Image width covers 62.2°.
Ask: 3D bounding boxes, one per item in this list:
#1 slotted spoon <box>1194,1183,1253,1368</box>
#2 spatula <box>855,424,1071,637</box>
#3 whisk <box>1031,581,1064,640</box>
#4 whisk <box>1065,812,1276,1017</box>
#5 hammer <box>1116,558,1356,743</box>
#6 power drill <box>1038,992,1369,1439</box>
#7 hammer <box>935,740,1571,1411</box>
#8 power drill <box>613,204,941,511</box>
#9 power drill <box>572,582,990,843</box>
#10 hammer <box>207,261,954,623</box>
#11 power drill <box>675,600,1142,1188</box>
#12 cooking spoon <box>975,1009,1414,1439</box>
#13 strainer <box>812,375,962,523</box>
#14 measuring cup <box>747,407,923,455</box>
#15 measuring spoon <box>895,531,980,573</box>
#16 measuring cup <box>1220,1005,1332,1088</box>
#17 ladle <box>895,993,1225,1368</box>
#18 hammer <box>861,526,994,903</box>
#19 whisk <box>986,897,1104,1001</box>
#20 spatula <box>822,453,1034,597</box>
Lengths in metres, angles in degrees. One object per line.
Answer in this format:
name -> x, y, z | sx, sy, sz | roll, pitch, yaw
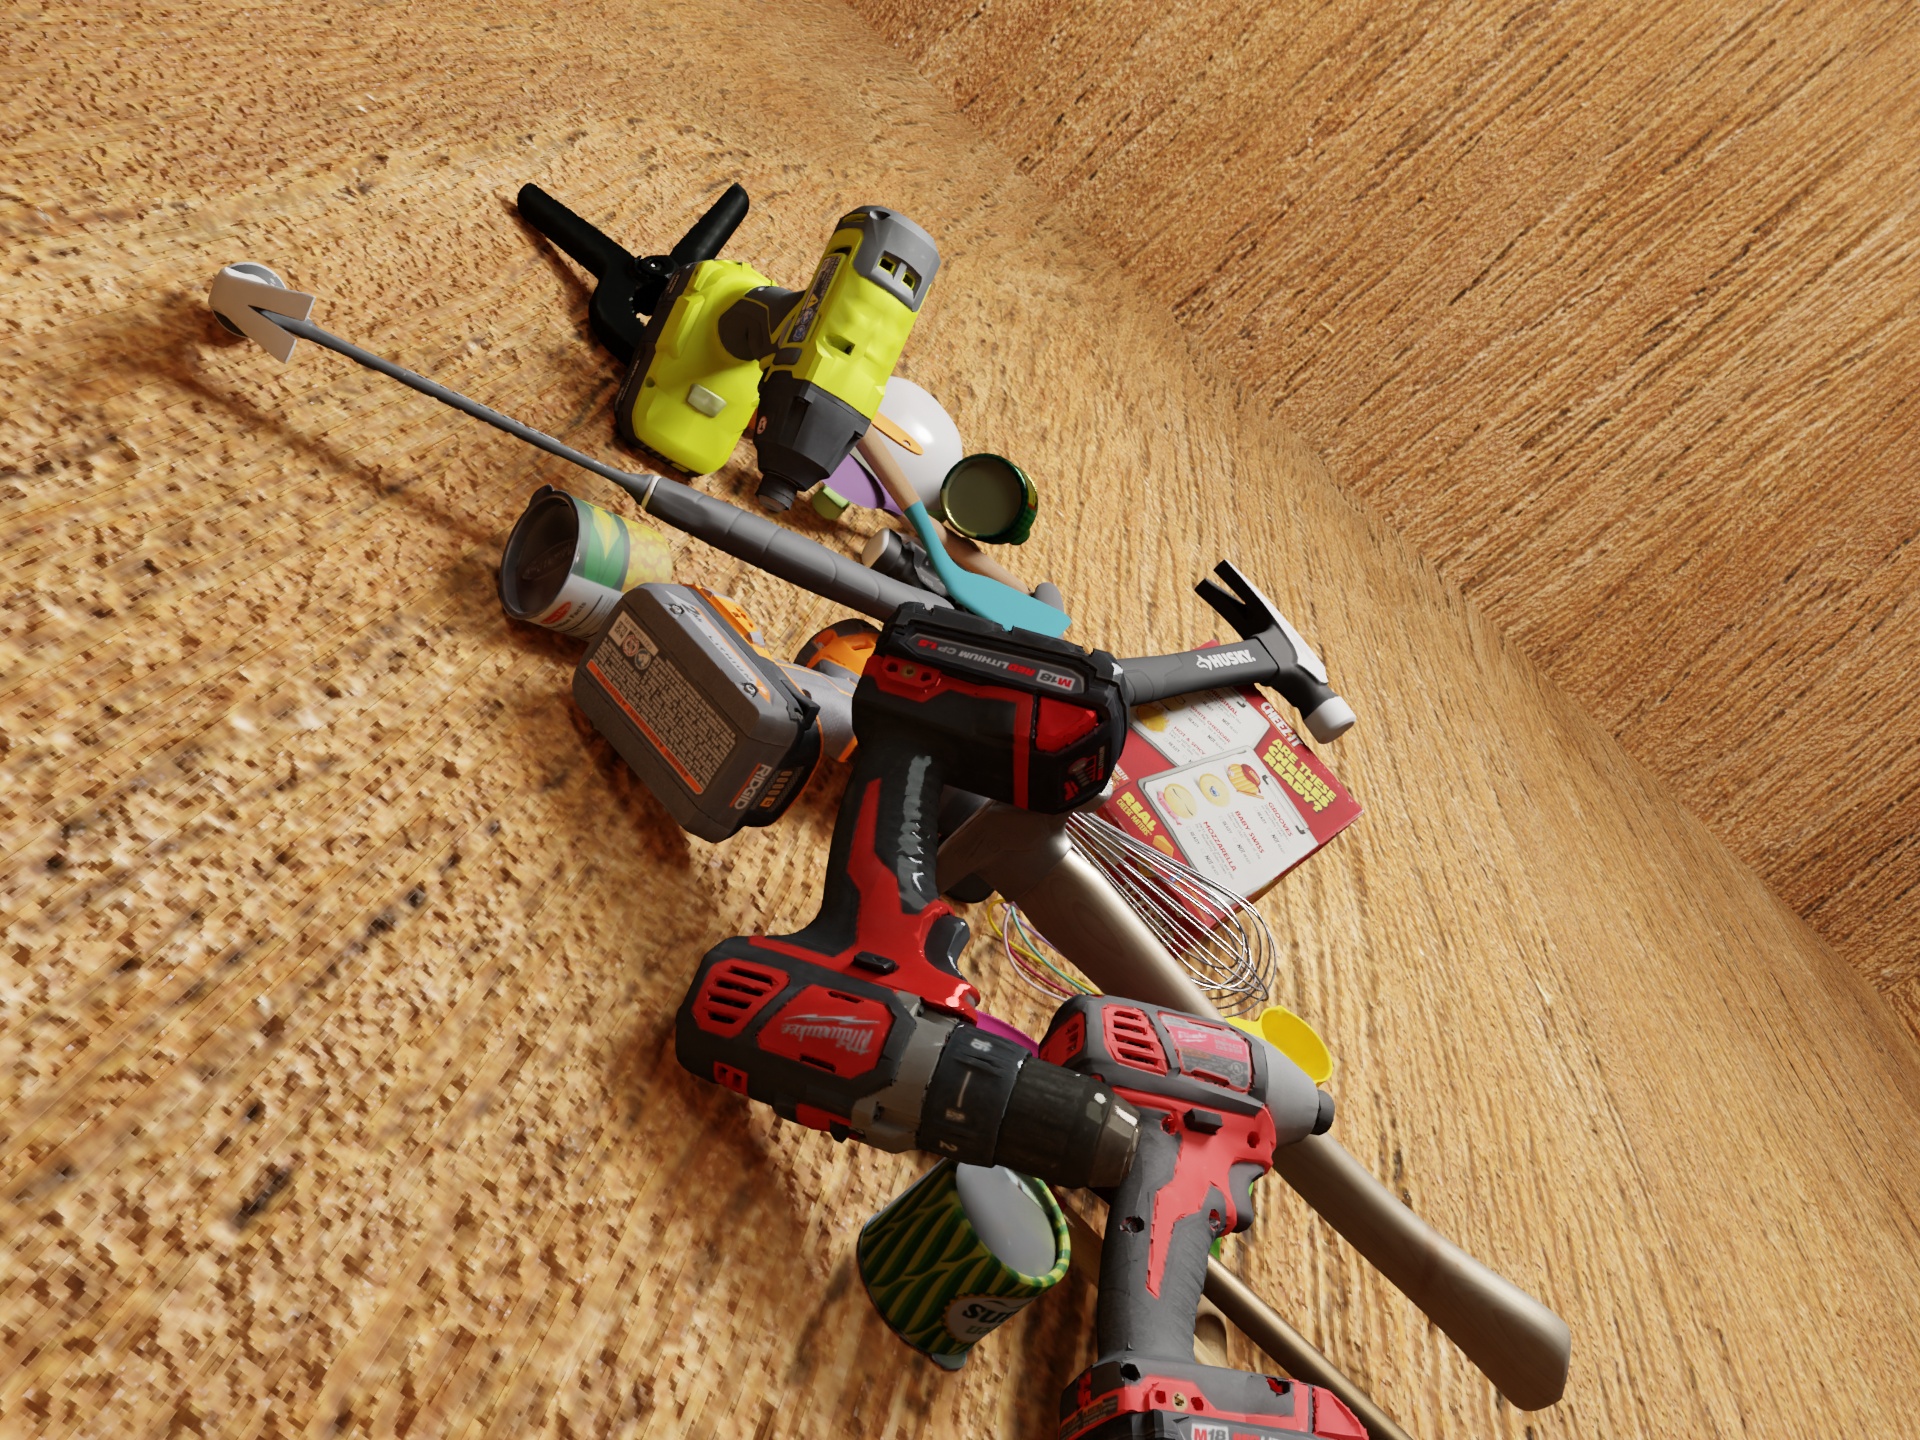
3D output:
slotted spoon -> 0.115, 0.287, 0.752 | 0.070, 0.031, 0.314 | 39, 27, -13
spatula -> -0.040, -0.176, 1.105 | 0.317, 0.044, 0.082 | 55, 31, -1
whisk -> 0.065, -0.050, 1.175 | 0.055, 0.055, 0.239 | 37, 23, -17
whisk -> 0.066, 0.061, 0.906 | 0.285, 0.070, 0.070 | 42, 23, 14
hammer -> 0.128, -0.033, 1.020 | 0.334, 0.035, 0.146 | -10, 60, -48
power drill -> 0.107, 0.228, 0.678 | 0.143, 0.078, 0.220 | 17, 47, -18
hammer -> 0.144, 0.199, 0.799 | 0.410, 0.146, 0.038 | 46, 25, -3
power drill -> -0.116, -0.206, 0.939 | 0.080, 0.171, 0.223 | 28, -7, -34
power drill -> -0.068, 0.008, 0.815 | 0.164, 0.084, 0.226 | 45, 19, 25
hammer -> -0.172, -0.125, 0.814 | 0.408, 0.036, 0.149 | 23, 5, -29
power drill -> 0.007, 0.075, 0.667 | 0.188, 0.080, 0.227 | 16, 61, 12
cooking spoon -> 0.102, 0.249, 0.751 | 0.319, 0.017, 0.069 | 40, 38, 12
strainer -> -0.058, -0.210, 1.212 | 0.151, 0.069, 0.256 | 42, 23, -7
measuring cup -> -0.110, -0.226, 1.150 | 0.173, 0.052, 0.095 | 33, 34, -12
measuring spoon -> -0.020, -0.135, 1.216 | 0.124, 0.018, 0.034 | 4, 46, -56
measuring cup -> 0.162, 0.198, 0.982 | 0.156, 0.029, 0.062 | 18, 34, -26
ladle -> 0.062, 0.240, 0.710 | 0.315, 0.031, 0.069 | 46, 42, 11
hammer -> -0.002, -0.003, 1.018 | 0.127, 0.034, 0.337 | 32, 27, -25
whisk -> 0.106, 0.170, 0.913 | 0.244, 0.047, 0.051 | 40, 23, -22
spatula -> -0.030, -0.144, 1.164 | 0.315, 0.018, 0.060 | 28, 37, -51
